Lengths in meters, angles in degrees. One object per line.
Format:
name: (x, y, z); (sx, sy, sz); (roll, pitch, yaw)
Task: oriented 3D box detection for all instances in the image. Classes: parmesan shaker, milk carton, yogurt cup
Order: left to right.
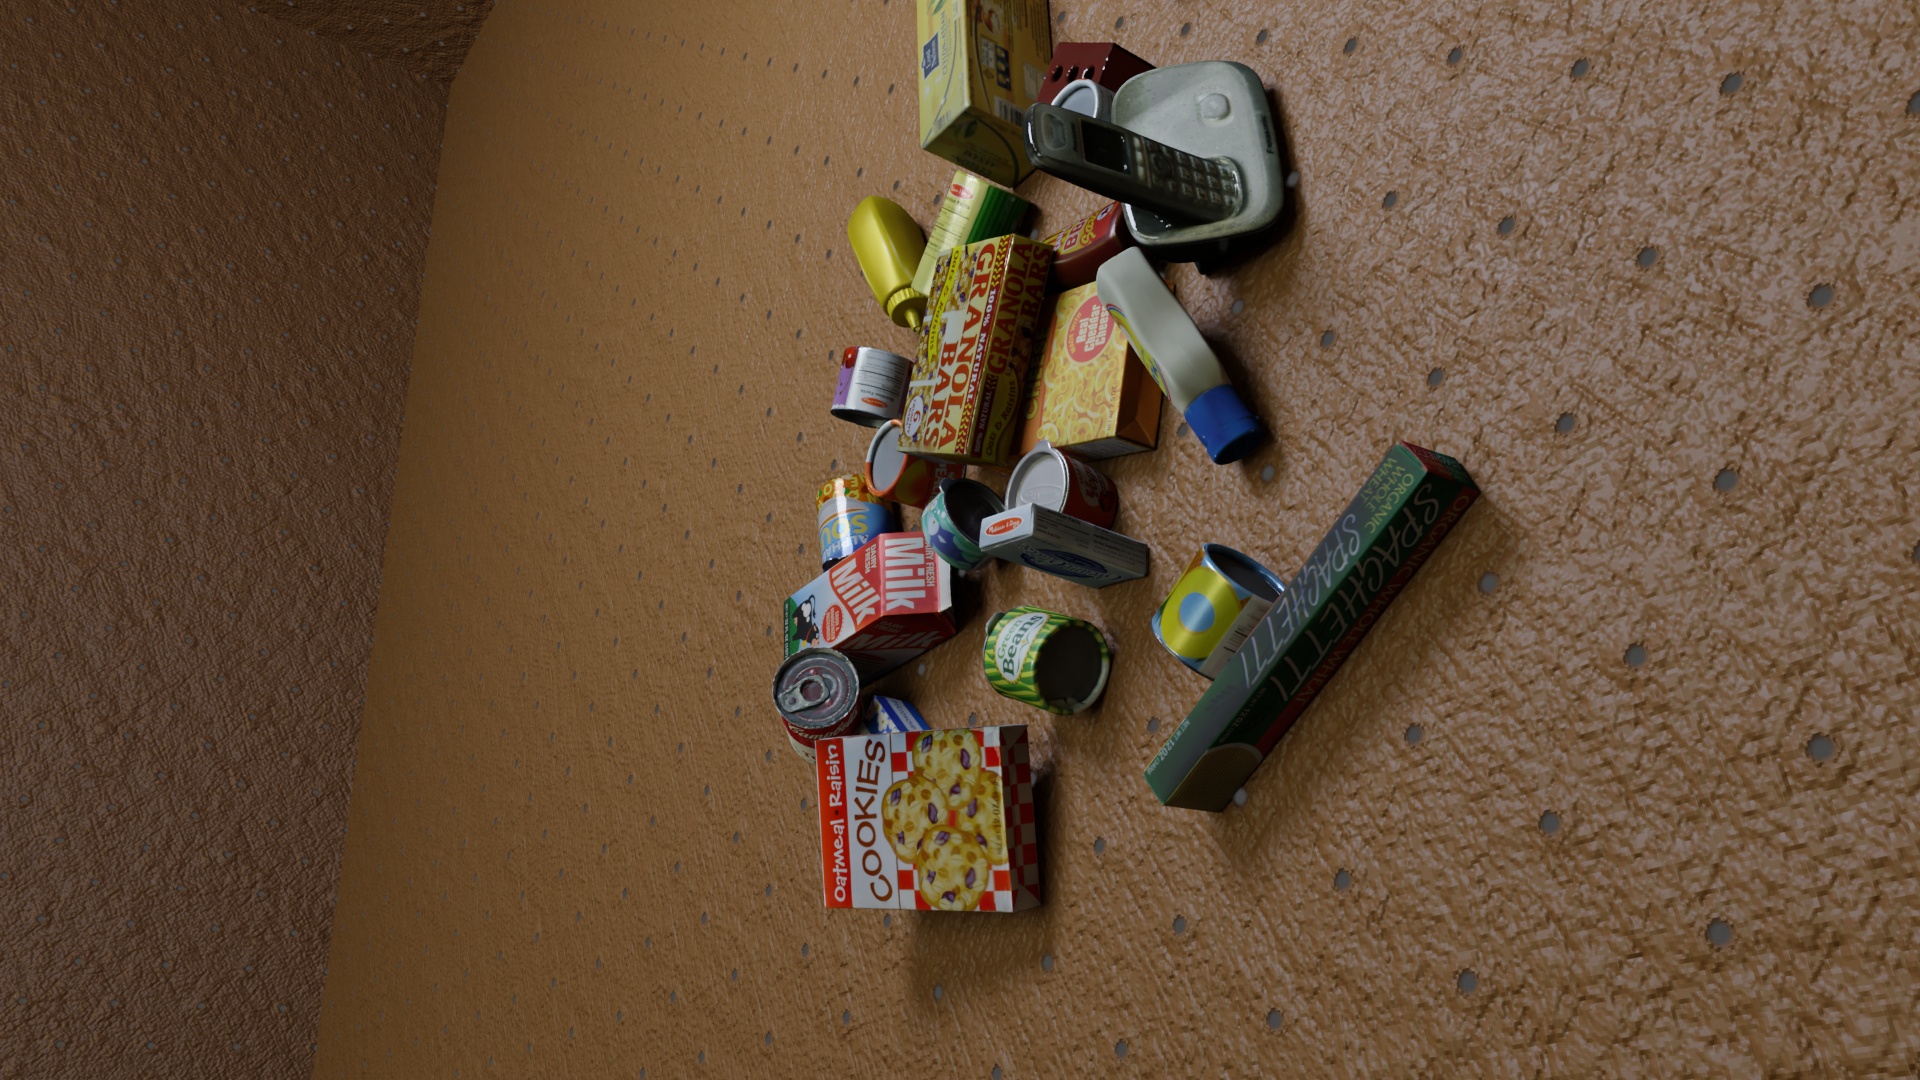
milk carton: (-0.065, 0.054, 1.120); (0.189, 0.073, 0.072); (-32, 52, 45)
parmesan shaker: (0.007, -0.244, 1.144); (0.071, 0.071, 0.102); (41, 112, 54)
yogurt cup: (0.072, -0.027, 0.972); (0.072, 0.054, 0.072); (-27, 56, 49)

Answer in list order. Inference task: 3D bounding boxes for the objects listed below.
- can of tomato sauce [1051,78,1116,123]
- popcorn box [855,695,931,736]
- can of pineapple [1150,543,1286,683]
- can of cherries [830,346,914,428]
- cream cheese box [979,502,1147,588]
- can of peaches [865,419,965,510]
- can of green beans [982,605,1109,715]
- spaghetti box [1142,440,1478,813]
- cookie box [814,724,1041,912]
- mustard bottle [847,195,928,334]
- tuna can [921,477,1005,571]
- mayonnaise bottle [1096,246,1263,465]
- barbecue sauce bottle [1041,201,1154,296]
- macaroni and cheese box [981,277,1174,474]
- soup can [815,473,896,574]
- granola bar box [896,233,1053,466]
can of tomato sauce: (0.107, -0.283, 0.998); (0.071, 0.083, 0.071); (-27, 56, 48)
popcorn box: (-0.045, 0.189, 1.069); (0.085, 0.038, 0.127); (-63, 35, 14)
can of pineapple: (0.153, 0.042, 0.814); (0.057, 0.071, 0.071); (-59, 37, 21)
can of cherries: (-0.077, -0.133, 1.222); (0.071, 0.071, 0.058); (2, 78, 56)
cream cheese box: (0.069, 0.005, 0.918); (0.053, 0.104, 0.024); (-17, 61, 51)
can of peaches: (-0.037, -0.060, 1.140); (0.071, 0.058, 0.071); (-28, 55, 48)
can of green beans: (0.058, 0.081, 0.937); (0.058, 0.071, 0.071); (11, 86, 56)
spaghetti box: (0.190, 0.054, 0.771); (0.249, 0.050, 0.029); (-58, 39, 24)
cookie box: (-0.026, 0.196, 0.979); (0.167, 0.040, 0.123); (-10, 80, 35)
mustard bottle: (-0.056, -0.237, 1.237); (0.048, 0.065, 0.161); (-43, 48, 33)
tuna can: (0.004, -0.013, 1.051); (0.032, 0.071, 0.071); (-44, 44, 38)
mayonnaise bottle: (0.139, -0.116, 0.886); (0.041, 0.064, 0.148); (-30, 66, 3)
barbecue sauce bottle: (0.087, -0.211, 1.027); (0.148, 0.043, 0.065); (-12, 38, 56)
macaroni and cheese box: (0.078, -0.119, 1.012); (0.166, 0.040, 0.124); (-7, 70, 54)
soup can: (-0.090, -0.006, 1.183); (0.071, 0.071, 0.084); (-42, 45, 39)
granola bar box: (0.008, -0.141, 1.048); (0.124, 0.039, 0.165); (9, 86, 63)
